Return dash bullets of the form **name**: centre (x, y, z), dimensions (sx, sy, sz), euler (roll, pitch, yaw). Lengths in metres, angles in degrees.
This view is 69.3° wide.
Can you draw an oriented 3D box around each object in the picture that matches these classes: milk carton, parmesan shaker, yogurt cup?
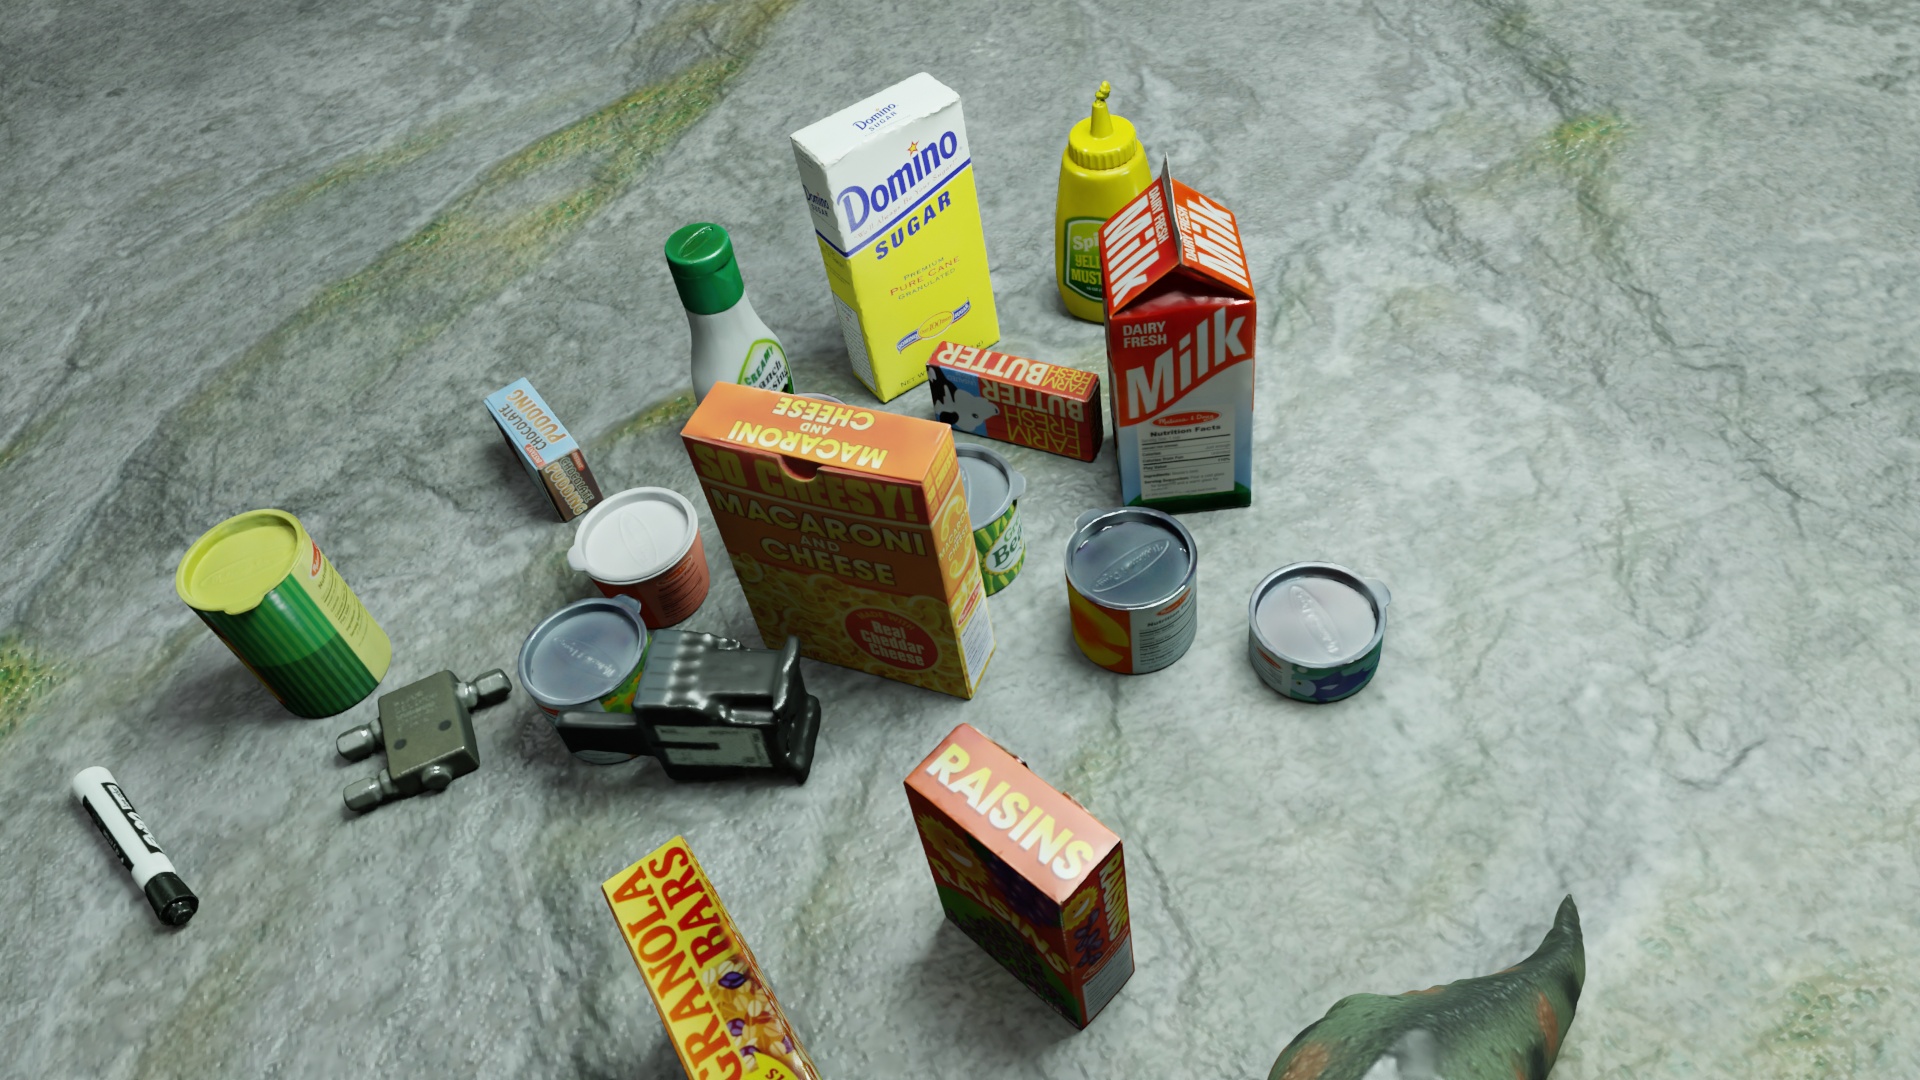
- **milk carton**: centre (0.113, -0.103, 0.726), dimensions (0.073, 0.189, 0.073), euler (-6, 49, 5)
- **parmesan shaker**: centre (-0.359, 0.043, 0.743), dimensions (0.071, 0.102, 0.072), euler (-5, 49, 6)
- **yogurt cup**: centre (-0.172, 0.012, 0.769), dimensions (0.072, 0.053, 0.073), euler (-5, 49, 6)

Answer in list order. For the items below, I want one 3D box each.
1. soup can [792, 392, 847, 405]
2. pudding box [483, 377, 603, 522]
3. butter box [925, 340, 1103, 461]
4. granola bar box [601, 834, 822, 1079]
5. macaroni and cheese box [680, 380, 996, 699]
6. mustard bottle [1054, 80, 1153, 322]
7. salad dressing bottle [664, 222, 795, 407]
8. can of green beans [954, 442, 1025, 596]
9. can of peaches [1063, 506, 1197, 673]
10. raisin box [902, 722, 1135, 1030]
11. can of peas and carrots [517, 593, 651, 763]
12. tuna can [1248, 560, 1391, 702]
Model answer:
- **soup can**: centre (-0.080, -0.027, 0.767), dimensions (0.071, 0.083, 0.072), euler (-5, 49, 6)
- **pudding box**: centre (-0.254, -0.056, 0.845), dimensions (0.030, 0.049, 0.084), euler (-33, 52, -17)
- **butter box**: centre (0.033, -0.082, 0.814), dimensions (0.103, 0.052, 0.024), euler (15, 54, 22)
- **granola bar box**: centre (-0.074, 0.212, 0.534), dimensions (0.039, 0.123, 0.166), euler (-29, 51, -14)
- **macaroni and cheese box**: centre (-0.054, 0.004, 0.680), dimensions (0.124, 0.165, 0.040), euler (12, 53, 20)
- **mustard bottle**: centre (0.087, -0.203, 0.838), dimensions (0.065, 0.159, 0.049), euler (8, 52, 16)
- **salad dressing bottle**: centre (-0.135, -0.115, 0.810), dimensions (0.044, 0.147, 0.064), euler (20, 56, 25)
- **can of green beans**: centre (0.000, -0.010, 0.754), dimensions (0.071, 0.057, 0.071), euler (-5, 49, 6)
- **can of peaches**: centre (0.086, 0.024, 0.709), dimensions (0.071, 0.057, 0.071), euler (-5, 49, 6)
- **raisin box**: centre (0.027, 0.141, 0.577), dimensions (0.086, 0.122, 0.040), euler (33, 63, 32)
- **can of peas and carrots**: centre (-0.184, 0.071, 0.718), dimensions (0.071, 0.058, 0.071), euler (-5, 49, 6)
- **tuna can**: centre (0.179, 0.044, 0.692), dimensions (0.071, 0.032, 0.071), euler (-5, 49, 6)
